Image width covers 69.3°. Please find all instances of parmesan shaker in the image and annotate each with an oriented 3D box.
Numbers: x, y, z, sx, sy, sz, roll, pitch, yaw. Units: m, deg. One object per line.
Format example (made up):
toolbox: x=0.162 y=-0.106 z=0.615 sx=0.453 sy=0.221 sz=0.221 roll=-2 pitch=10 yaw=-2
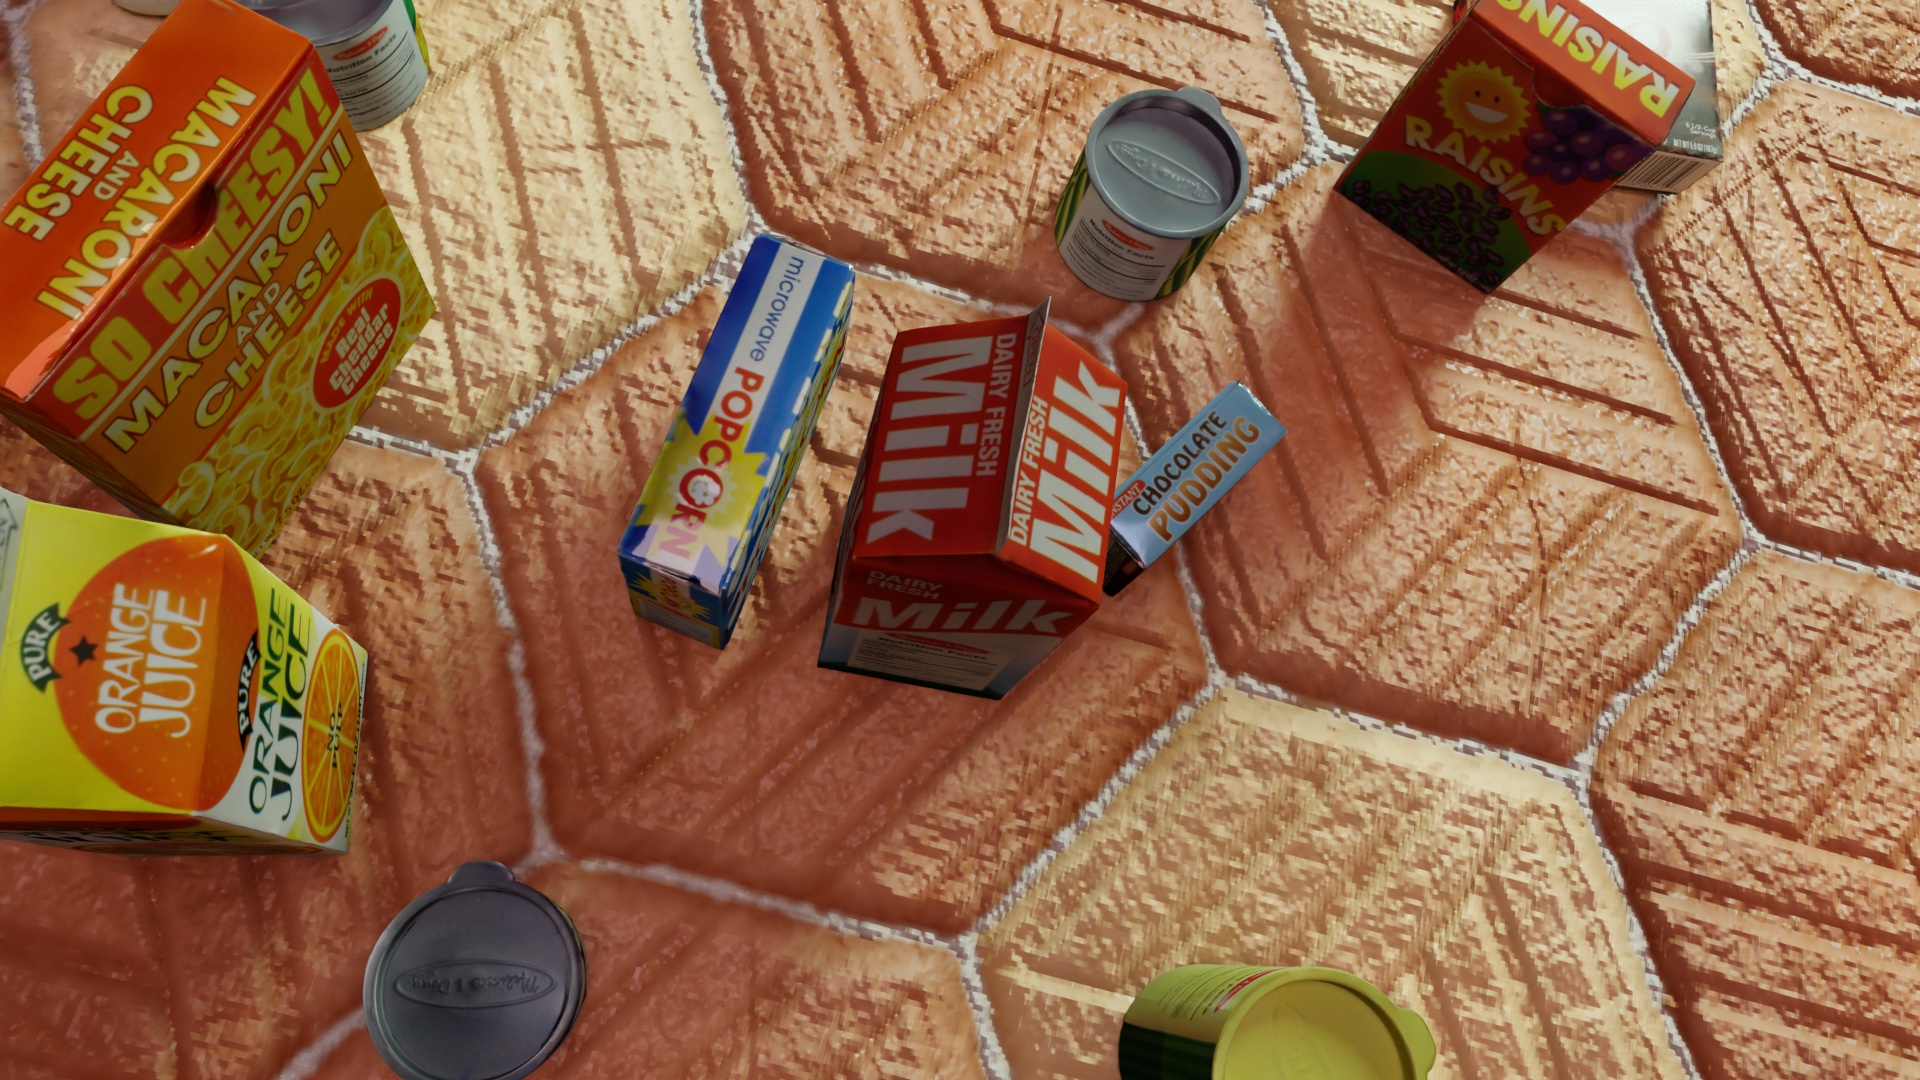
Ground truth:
parmesan shaker: x=0.099 y=0.171 z=0.451 sx=0.071 sy=0.102 sz=0.071 roll=3 pitch=73 yaw=-9

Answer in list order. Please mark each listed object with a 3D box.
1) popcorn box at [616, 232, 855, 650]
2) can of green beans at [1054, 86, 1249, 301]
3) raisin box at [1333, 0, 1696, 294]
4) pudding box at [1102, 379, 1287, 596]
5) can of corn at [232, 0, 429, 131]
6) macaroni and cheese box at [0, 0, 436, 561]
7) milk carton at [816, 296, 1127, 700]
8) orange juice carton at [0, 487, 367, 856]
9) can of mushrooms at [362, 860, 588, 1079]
popcorn box: x=-0.077 y=-0.033 z=0.492 sx=0.038 sy=0.085 sz=0.127 roll=21 pitch=71 yaw=-3
can of green beans: x=0.076 y=-0.139 z=0.565 sx=0.071 sy=0.057 sz=0.071 roll=3 pitch=73 yaw=-9
raisin box: x=0.218 y=-0.162 z=0.562 sx=0.086 sy=0.123 sz=0.040 roll=37 pitch=71 yaw=2
pudding box: x=0.082 y=-0.020 z=0.534 sx=0.084 sy=0.049 sz=0.030 roll=-42 pitch=84 yaw=-18
can of corn: x=-0.243 y=-0.201 z=0.529 sx=0.071 sy=0.058 sz=0.071 roll=3 pitch=73 yaw=-9
macaroni and cheese box: x=-0.229 y=-0.069 z=0.434 sx=0.040 sy=0.166 sz=0.124 roll=27 pitch=71 yaw=-1
milk carton: x=0.002 y=-0.006 z=0.442 sx=0.073 sy=0.190 sz=0.072 roll=11 pitch=72 yaw=-6
orange juice carton: x=-0.227 y=0.046 z=0.385 sx=0.073 sy=0.192 sz=0.072 roll=1 pitch=74 yaw=-9
can of mushrooms: x=-0.156 y=0.142 z=0.453 sx=0.071 sy=0.033 sz=0.071 roll=3 pitch=73 yaw=-9
